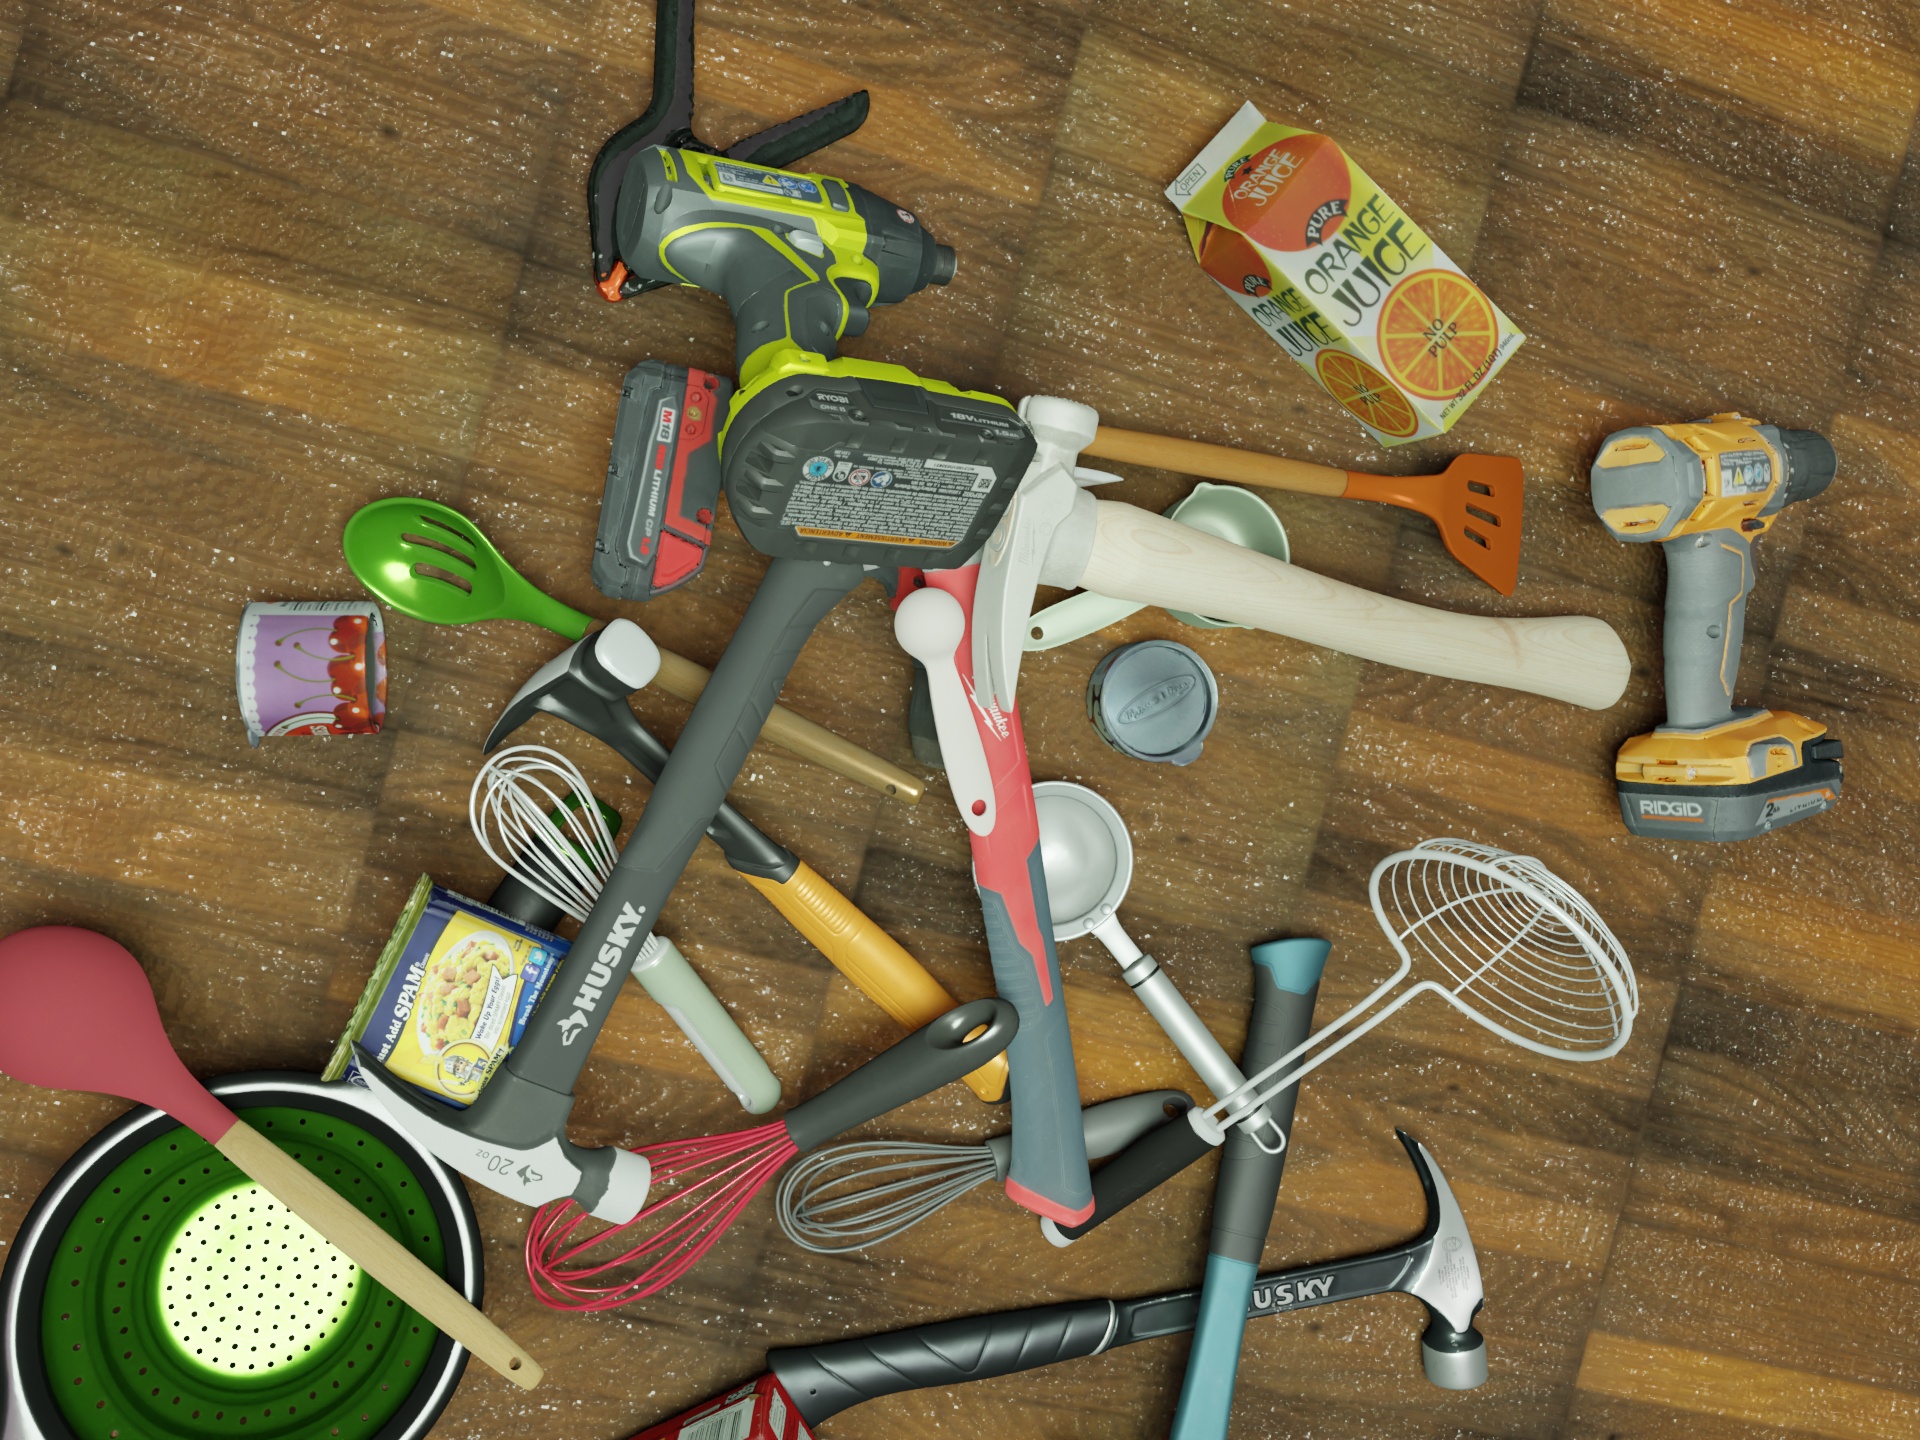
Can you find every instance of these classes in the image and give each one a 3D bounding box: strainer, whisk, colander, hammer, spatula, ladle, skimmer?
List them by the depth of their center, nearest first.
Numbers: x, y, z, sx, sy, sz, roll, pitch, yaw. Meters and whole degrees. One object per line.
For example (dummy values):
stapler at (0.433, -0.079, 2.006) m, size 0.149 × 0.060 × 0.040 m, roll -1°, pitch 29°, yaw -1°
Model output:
hammer at (-0.138, 0.053, 0.714) m, size 0.146 × 0.035 × 0.335 m, roll 30°, pitch 84°, yaw -28°
ladle at (-0.312, 0.204, 0.719) m, size 0.315 × 0.031 × 0.069 m, roll 43°, pitch 62°, yaw -9°
skimmer at (0.156, 0.182, 0.770) m, size 0.127 × 0.090 × 0.363 m, roll 46°, pitch 119°, yaw -1°
colander at (-0.296, 0.207, 0.790) m, size 0.204 × 0.094 × 0.397 m, roll 36°, pitch 69°, yaw -10°
whisk at (-0.097, 0.215, 0.797) m, size 0.296 × 0.073 × 0.073 m, roll -31°, pitch 99°, yaw 11°
whisk at (-0.161, 0.112, 0.798) m, size 0.059 × 0.058 × 0.246 m, roll -47°, pitch 119°, yaw -28°
hammer at (0.039, 0.067, 0.805) m, size 0.143 × 0.038 × 0.386 m, roll -12°, pitch 99°, yaw -16°
hammer at (-0.090, 0.089, 0.816) m, size 0.336 × 0.127 × 0.034 m, roll 45°, pitch 47°, yaw -19°
hammer at (0.194, -0.046, 0.825) m, size 0.410 × 0.038 × 0.146 m, roll 11°, pitch 92°, yaw -28°
spatula at (0.177, -0.128, 0.850) m, size 0.322 × 0.041 × 0.081 m, roll 7°, pitch 85°, yaw -17°
strainer at (0.090, 0.128, 0.852) m, size 0.087 × 0.050 × 0.258 m, roll -38°, pitch 88°, yaw 0°
hammer at (0.149, 0.276, 0.859) m, size 0.128 × 0.033 × 0.331 m, roll 14°, pitch 78°, yaw -2°
whisk at (0.017, 0.236, 0.863) m, size 0.239 × 0.055 × 0.055 m, roll -11°, pitch 95°, yaw -15°
hammer at (0.097, 0.330, 0.886) m, size 0.409 × 0.036 × 0.149 m, roll -7°, pitch 93°, yaw -10°

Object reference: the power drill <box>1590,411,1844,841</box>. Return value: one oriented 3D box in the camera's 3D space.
power drill at (0.437, -0.059, 0.894) m, size 0.185 × 0.084 × 0.226 m, roll -11°, pitch 97°, yaw -34°

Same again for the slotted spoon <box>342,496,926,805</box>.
slotted spoon at (-0.159, -0.031, 0.777) m, size 0.314 × 0.031 × 0.070 m, roll 25°, pitch 125°, yaw 7°

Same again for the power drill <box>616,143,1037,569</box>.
power drill at (-0.055, -0.176, 0.739) m, size 0.171 × 0.080 × 0.223 m, roll 2°, pitch 48°, yaw -28°

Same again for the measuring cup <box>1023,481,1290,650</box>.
measuring cup at (0.097, -0.070, 0.852) m, size 0.167 × 0.038 × 0.083 m, roll -23°, pitch 95°, yaw -16°

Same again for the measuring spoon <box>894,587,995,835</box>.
measuring spoon at (-0.001, -0.002, 0.754) m, size 0.034 × 0.018 × 0.124 m, roll -18°, pitch 102°, yaw -16°

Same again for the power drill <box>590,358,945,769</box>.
power drill at (-0.071, -0.080, 0.814) m, size 0.226 × 0.080 × 0.188 m, roll 9°, pitch 92°, yaw -14°
